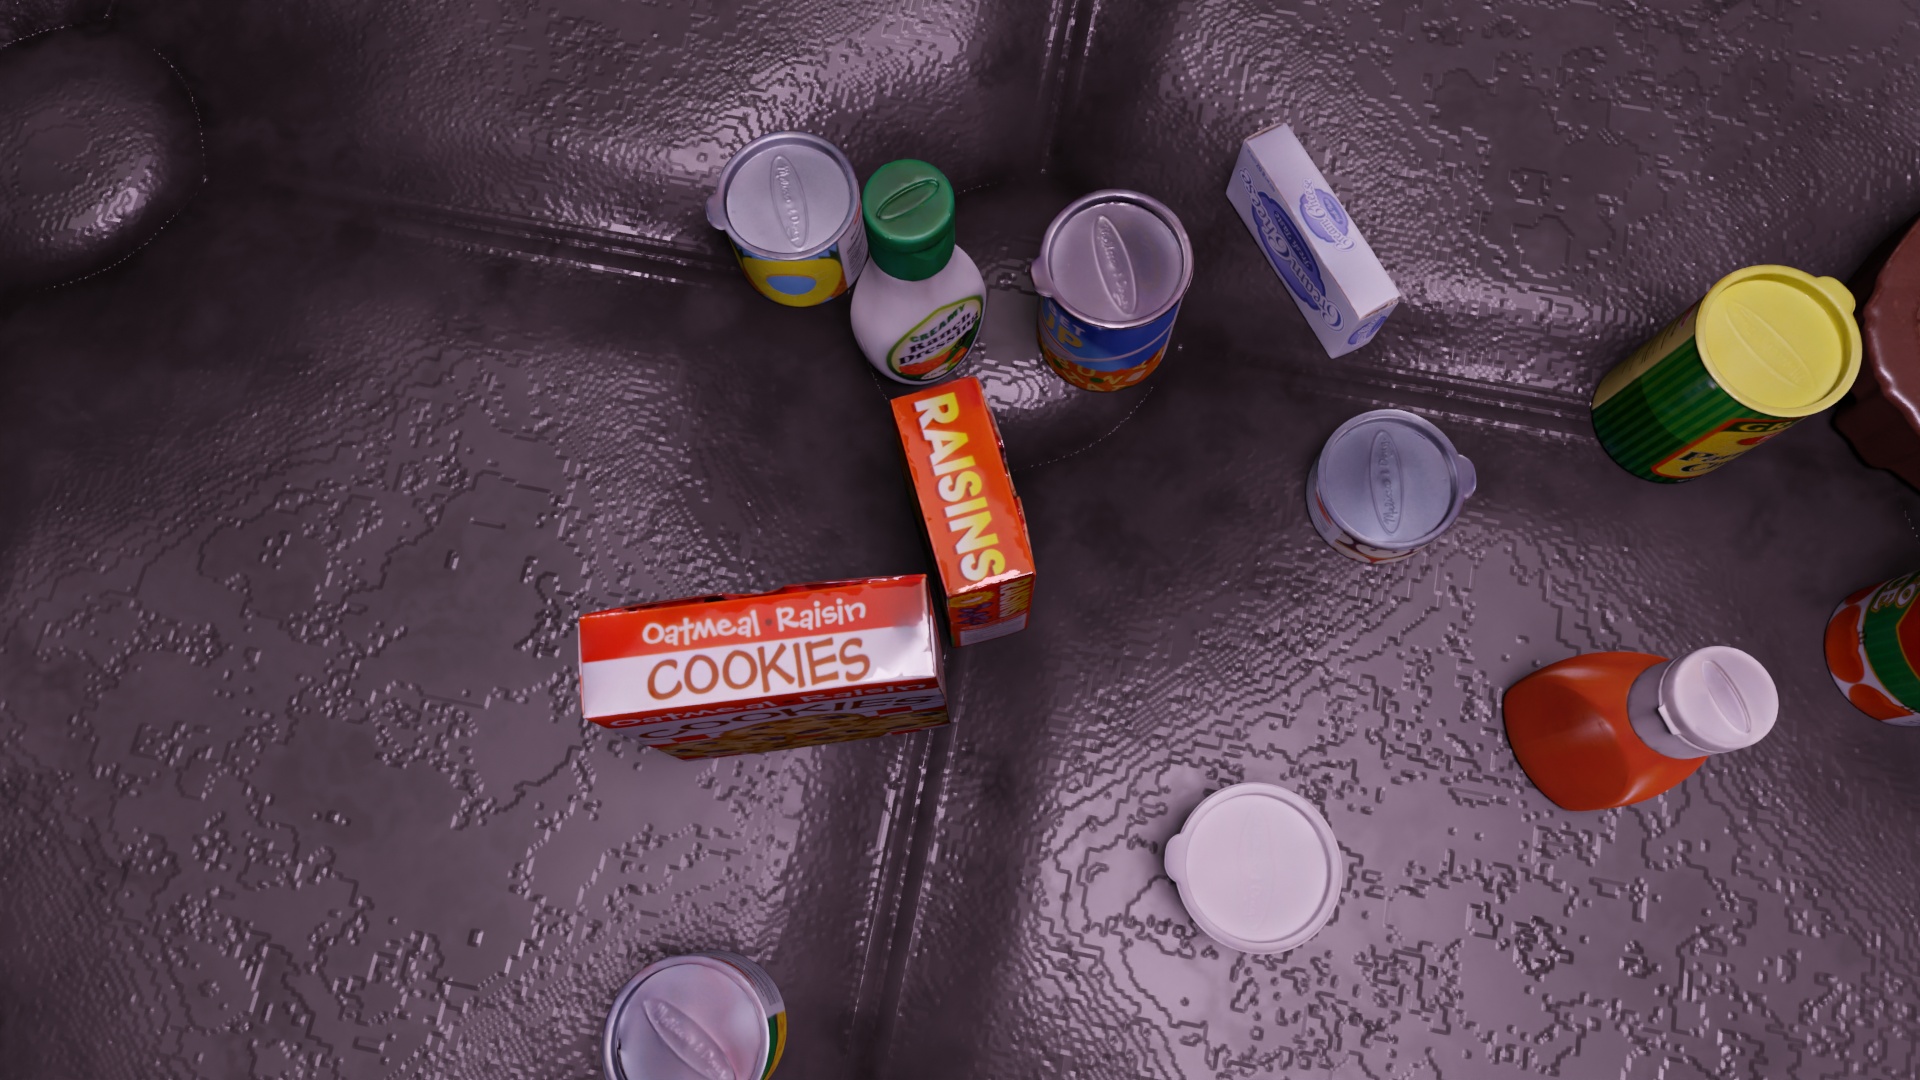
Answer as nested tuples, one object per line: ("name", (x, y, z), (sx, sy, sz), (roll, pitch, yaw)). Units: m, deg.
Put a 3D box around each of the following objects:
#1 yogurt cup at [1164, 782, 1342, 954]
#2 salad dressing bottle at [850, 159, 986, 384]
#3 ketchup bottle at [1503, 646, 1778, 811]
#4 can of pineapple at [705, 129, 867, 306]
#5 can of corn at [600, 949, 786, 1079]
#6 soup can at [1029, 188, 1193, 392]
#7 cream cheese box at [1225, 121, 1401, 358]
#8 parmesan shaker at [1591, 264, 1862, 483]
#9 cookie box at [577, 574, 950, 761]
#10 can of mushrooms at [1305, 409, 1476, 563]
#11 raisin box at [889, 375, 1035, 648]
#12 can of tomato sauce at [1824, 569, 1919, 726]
("yogurt cup", (0.122, 0.139, 0.588), (0.072, 0.054, 0.072), (0, 76, 1))
("salad dressing bottle", (-0.020, -0.114, 0.608), (0.064, 0.147, 0.044), (-31, 77, -6))
("ketchup bottle", (0.267, 0.073, 0.553), (0.043, 0.148, 0.065), (-23, 77, -4))
("can of pineapple", (-0.081, -0.153, 0.665), (0.071, 0.057, 0.071), (0, 76, 1))
("can of corn", (-0.109, 0.206, 0.572), (0.071, 0.058, 0.071), (0, 76, 1))
("soup can", (0.066, -0.112, 0.639), (0.071, 0.083, 0.071), (0, 76, 1))
("cream cheese box", (0.166, -0.141, 0.660), (0.024, 0.053, 0.104), (-27, 77, -6))
("parmesan shaker", (0.335, -0.071, 0.613), (0.071, 0.103, 0.071), (0, 76, 1))
("cookie box", (-0.069, 0.054, 0.555), (0.123, 0.167, 0.040), (-7, 76, -1))
("can of mushrooms", (0.197, -0.024, 0.639), (0.071, 0.033, 0.071), (0, 76, 1))
("raisin box", (0.002, -0.007, 0.592), (0.040, 0.123, 0.086), (-15, 76, -3))
("can of tomato sauce", (0.424, 0.041, 0.593), (0.071, 0.083, 0.071), (0, 76, 1))
